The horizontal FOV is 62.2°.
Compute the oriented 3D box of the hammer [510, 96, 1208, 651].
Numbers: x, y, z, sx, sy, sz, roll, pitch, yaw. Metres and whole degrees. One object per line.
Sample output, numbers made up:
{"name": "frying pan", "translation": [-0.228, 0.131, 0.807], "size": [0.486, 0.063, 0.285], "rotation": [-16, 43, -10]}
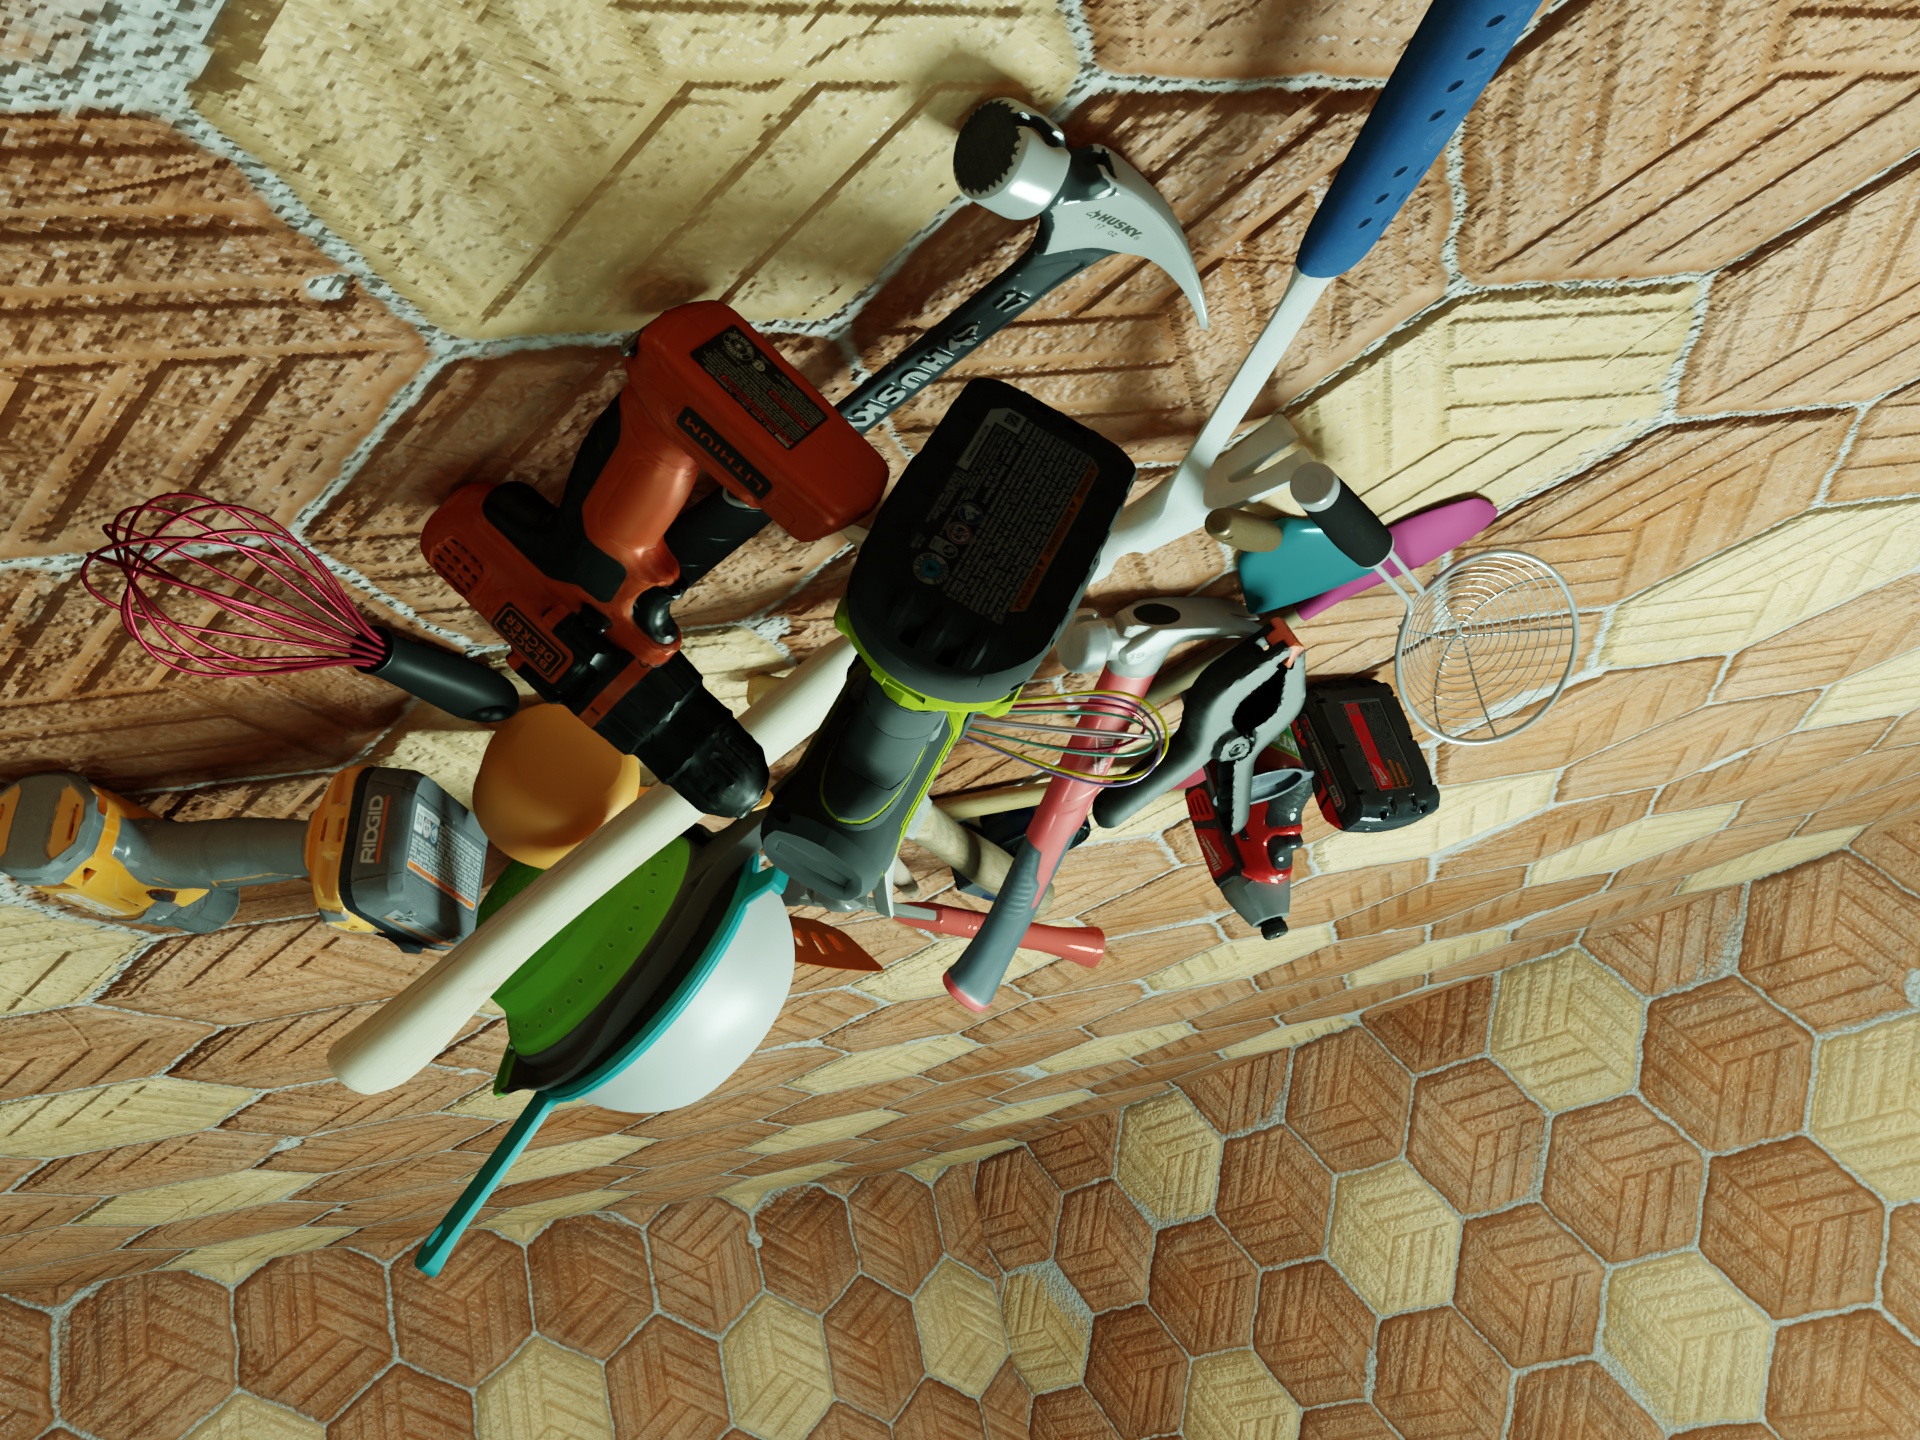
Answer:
{"name": "hammer", "translation": [-0.072, -0.111, 0.698], "size": [0.409, 0.036, 0.149], "rotation": [-30, 155, 36]}

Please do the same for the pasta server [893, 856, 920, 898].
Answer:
{"name": "pasta server", "translation": [-0.062, 0.108, 1.205], "size": [0.060, 0.040, 0.316], "rotation": [4, 164, 9]}

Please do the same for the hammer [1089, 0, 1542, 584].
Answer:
{"name": "hammer", "translation": [0.138, -0.170, 0.601], "size": [0.144, 0.035, 0.405], "rotation": [-26, 166, -19]}

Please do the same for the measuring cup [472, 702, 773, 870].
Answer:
{"name": "measuring cup", "translation": [-0.184, 0.033, 0.901], "size": [0.173, 0.095, 0.052], "rotation": [0, 146, -24]}

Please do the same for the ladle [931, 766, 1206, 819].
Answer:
{"name": "ladle", "translation": [0.057, 0.055, 1.209], "size": [0.315, 0.031, 0.069], "rotation": [-10, 159, -7]}

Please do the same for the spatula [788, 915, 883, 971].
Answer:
{"name": "spatula", "translation": [-0.154, 0.179, 1.258], "size": [0.081, 0.041, 0.322], "rotation": [11, 166, -23]}

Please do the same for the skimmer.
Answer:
{"name": "skimmer", "translation": [0.269, -0.067, 0.886], "size": [0.127, 0.090, 0.363], "rotation": [-56, 152, 8]}

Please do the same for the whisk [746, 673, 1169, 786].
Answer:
{"name": "whisk", "translation": [-0.001, -0.005, 0.920], "size": [0.245, 0.051, 0.047], "rotation": [8, 133, 1]}

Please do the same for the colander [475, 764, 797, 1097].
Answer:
{"name": "colander", "translation": [-0.197, 0.081, 1.015], "size": [0.397, 0.205, 0.094], "rotation": [-41, 111, 19]}

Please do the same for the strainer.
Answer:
{"name": "strainer", "translation": [-0.216, 0.234, 1.050], "size": [0.095, 0.340, 0.211], "rotation": [41, 167, -21]}

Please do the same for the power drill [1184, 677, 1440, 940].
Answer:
{"name": "power drill", "translation": [0.259, 0.072, 1.221], "size": [0.078, 0.143, 0.219], "rotation": [-6, 155, -27]}

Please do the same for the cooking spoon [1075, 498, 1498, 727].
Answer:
{"name": "cooking spoon", "translation": [0.197, -0.058, 1.021], "size": [0.319, 0.017, 0.068], "rotation": [-30, 154, 34]}

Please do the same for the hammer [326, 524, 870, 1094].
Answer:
{"name": "hammer", "translation": [-0.175, 0.057, 0.841], "size": [0.410, 0.038, 0.146], "rotation": [-39, 152, 2]}

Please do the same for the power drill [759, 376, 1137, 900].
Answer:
{"name": "power drill", "translation": [-0.007, -0.040, 0.688], "size": [0.080, 0.191, 0.228], "rotation": [29, 151, -1]}

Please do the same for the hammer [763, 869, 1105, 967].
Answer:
{"name": "hammer", "translation": [-0.016, 0.164, 1.302], "size": [0.358, 0.037, 0.149], "rotation": [17, 164, -43]}

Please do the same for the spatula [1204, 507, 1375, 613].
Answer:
{"name": "spatula", "translation": [0.162, -0.086, 0.824], "size": [0.082, 0.044, 0.317], "rotation": [-20, 178, 18]}

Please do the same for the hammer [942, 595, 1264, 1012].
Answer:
{"name": "hammer", "translation": [0.077, 0.070, 1.074], "size": [0.143, 0.038, 0.386], "rotation": [-5, 138, -27]}

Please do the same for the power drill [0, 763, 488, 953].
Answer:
{"name": "power drill", "translation": [-0.384, 0.083, 0.885], "size": [0.226, 0.084, 0.185], "rotation": [0, 159, 5]}

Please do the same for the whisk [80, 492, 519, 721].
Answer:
{"name": "whisk", "translation": [-0.280, -0.037, 0.725], "size": [0.073, 0.073, 0.295], "rotation": [-18, 165, 9]}

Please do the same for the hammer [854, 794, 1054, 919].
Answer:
{"name": "hammer", "translation": [0.007, 0.099, 1.148], "size": [0.031, 0.130, 0.331], "rotation": [24, 172, 26]}
